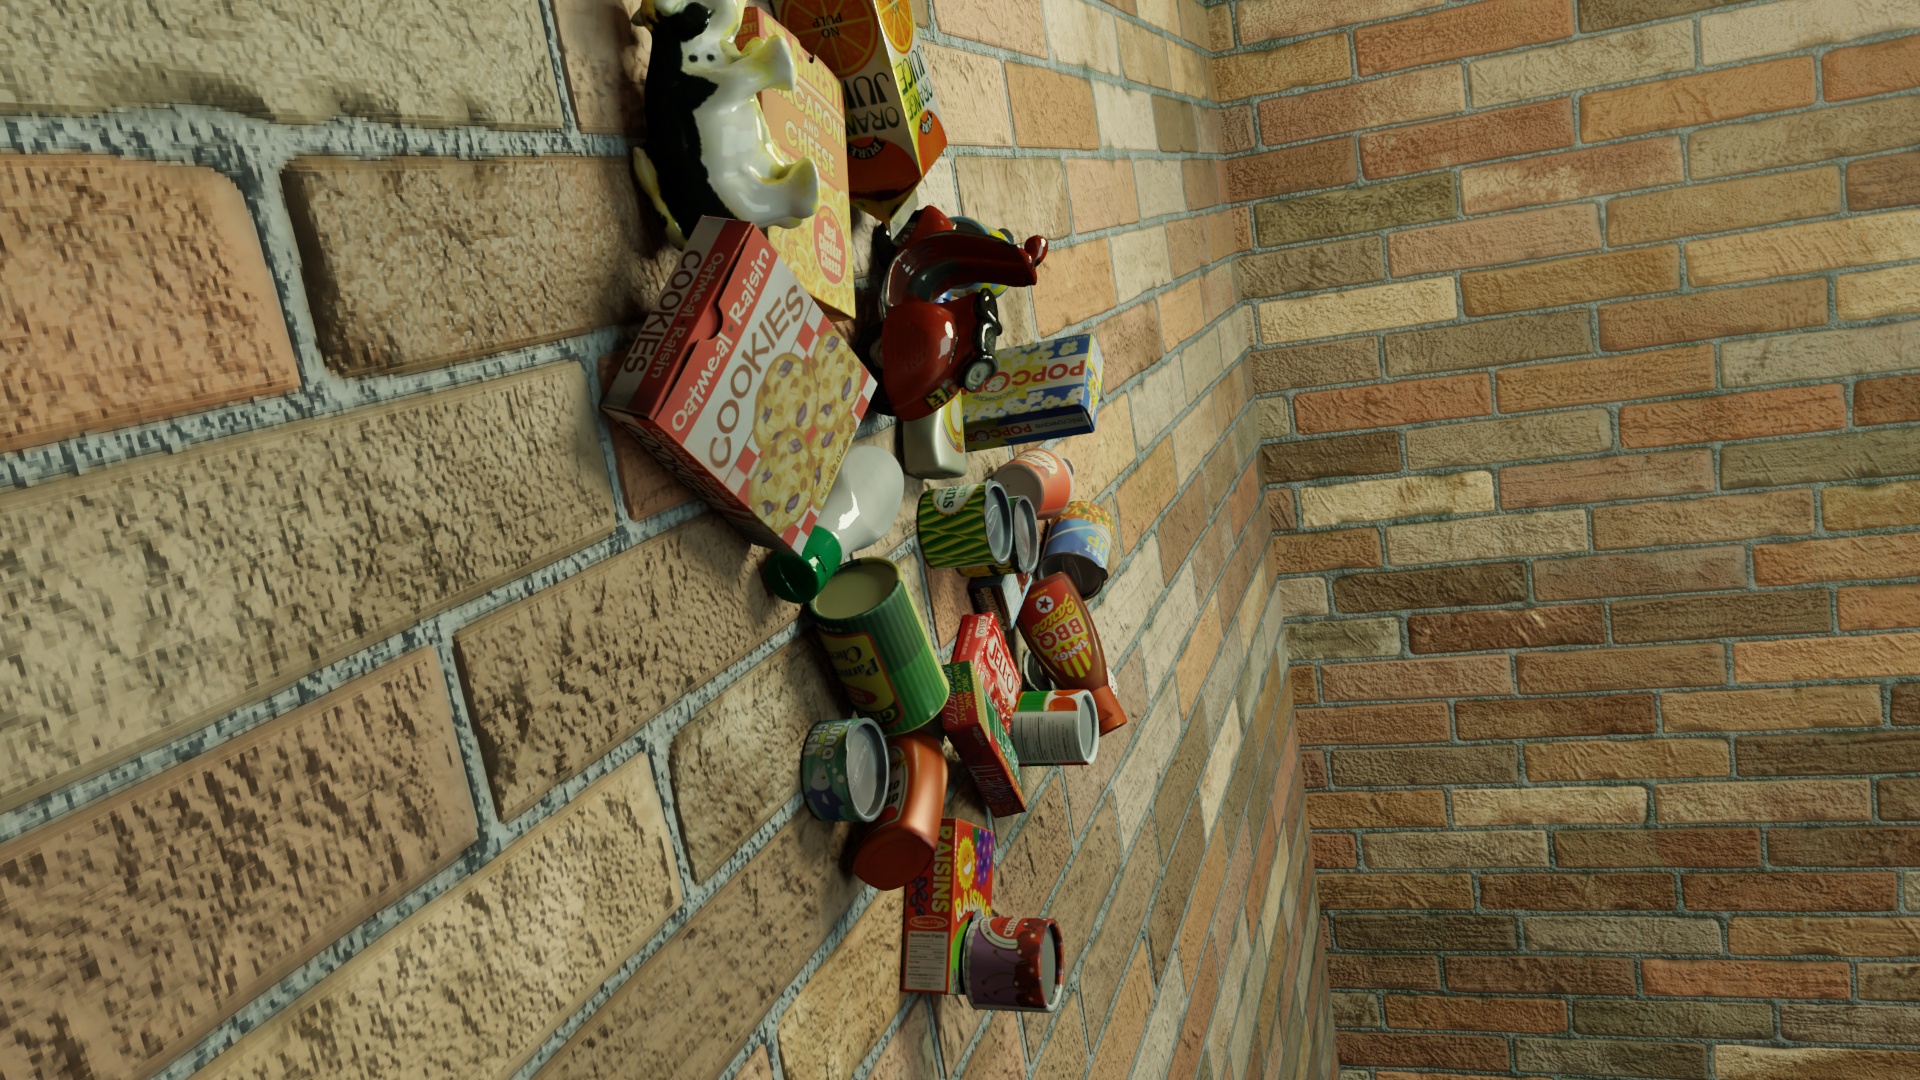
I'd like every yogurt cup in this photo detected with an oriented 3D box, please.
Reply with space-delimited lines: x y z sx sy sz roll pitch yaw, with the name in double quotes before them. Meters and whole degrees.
"yogurt cup" 0.062 -0.048 1.270 0.054 0.072 0.072 -20 104 -61

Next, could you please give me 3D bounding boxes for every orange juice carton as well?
"orange juice carton" -0.064 -0.315 0.982 0.072 0.073 0.191 -66 145 -53

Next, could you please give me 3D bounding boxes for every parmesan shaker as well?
"parmesan shaker" -0.056 0.069 0.921 0.072 0.071 0.102 -71 148 -49

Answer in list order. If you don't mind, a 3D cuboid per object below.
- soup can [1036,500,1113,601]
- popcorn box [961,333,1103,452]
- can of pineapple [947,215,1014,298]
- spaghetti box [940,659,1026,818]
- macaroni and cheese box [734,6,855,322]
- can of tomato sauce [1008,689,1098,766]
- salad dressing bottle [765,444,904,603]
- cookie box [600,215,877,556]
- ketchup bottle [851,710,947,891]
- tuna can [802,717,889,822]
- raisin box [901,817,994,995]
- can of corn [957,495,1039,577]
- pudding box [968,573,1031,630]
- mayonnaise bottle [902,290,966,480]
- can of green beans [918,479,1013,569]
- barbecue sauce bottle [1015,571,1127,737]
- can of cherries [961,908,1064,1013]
"soup can" 0.119 0.010 1.393 0.084 0.071 0.071 -72 149 -48
"popcorn box" 0.054 -0.124 1.175 0.038 0.126 0.085 58 32 -45
"can of pineapple" 0.008 -0.236 1.163 0.058 0.071 0.071 -7 92 -70
"spaghetti box" 0.018 0.159 1.074 0.249 0.029 0.050 68 13 -62
"macaroni and cheese box" -0.111 -0.232 0.881 0.124 0.040 0.166 14 72 -70
"can of tomato sauce" 0.073 0.163 1.211 0.071 0.083 0.071 -6 91 -70
"salad dressing bottle" -0.081 -0.012 0.900 0.064 0.044 0.148 62 28 -19
"cookie box" -0.116 -0.082 0.779 0.123 0.040 0.167 -68 151 -18
"ketchup bottle" -0.035 0.168 0.957 0.043 0.064 0.149 37 29 -15
"tuna can" -0.074 0.146 0.892 0.071 0.033 0.071 -7 91 -70
"raisin box" -0.008 0.272 1.030 0.086 0.040 0.124 40 49 -61
"can of corn" 0.029 -0.001 1.172 0.071 0.058 0.071 -6 91 -70
"pudding box" 0.036 0.038 1.222 0.084 0.030 0.049 -64 142 -55
"mayonnaise bottle" -0.022 -0.124 1.090 0.065 0.041 0.148 12 74 -67
"can of green beans" 0.004 -0.012 1.109 0.071 0.058 0.071 -6 91 -70
"barbecue sauce bottle" 0.102 0.106 1.260 0.149 0.065 0.043 63 1 13
"can of cherries" 0.039 0.304 1.006 0.071 0.058 0.071 -5 91 -70
